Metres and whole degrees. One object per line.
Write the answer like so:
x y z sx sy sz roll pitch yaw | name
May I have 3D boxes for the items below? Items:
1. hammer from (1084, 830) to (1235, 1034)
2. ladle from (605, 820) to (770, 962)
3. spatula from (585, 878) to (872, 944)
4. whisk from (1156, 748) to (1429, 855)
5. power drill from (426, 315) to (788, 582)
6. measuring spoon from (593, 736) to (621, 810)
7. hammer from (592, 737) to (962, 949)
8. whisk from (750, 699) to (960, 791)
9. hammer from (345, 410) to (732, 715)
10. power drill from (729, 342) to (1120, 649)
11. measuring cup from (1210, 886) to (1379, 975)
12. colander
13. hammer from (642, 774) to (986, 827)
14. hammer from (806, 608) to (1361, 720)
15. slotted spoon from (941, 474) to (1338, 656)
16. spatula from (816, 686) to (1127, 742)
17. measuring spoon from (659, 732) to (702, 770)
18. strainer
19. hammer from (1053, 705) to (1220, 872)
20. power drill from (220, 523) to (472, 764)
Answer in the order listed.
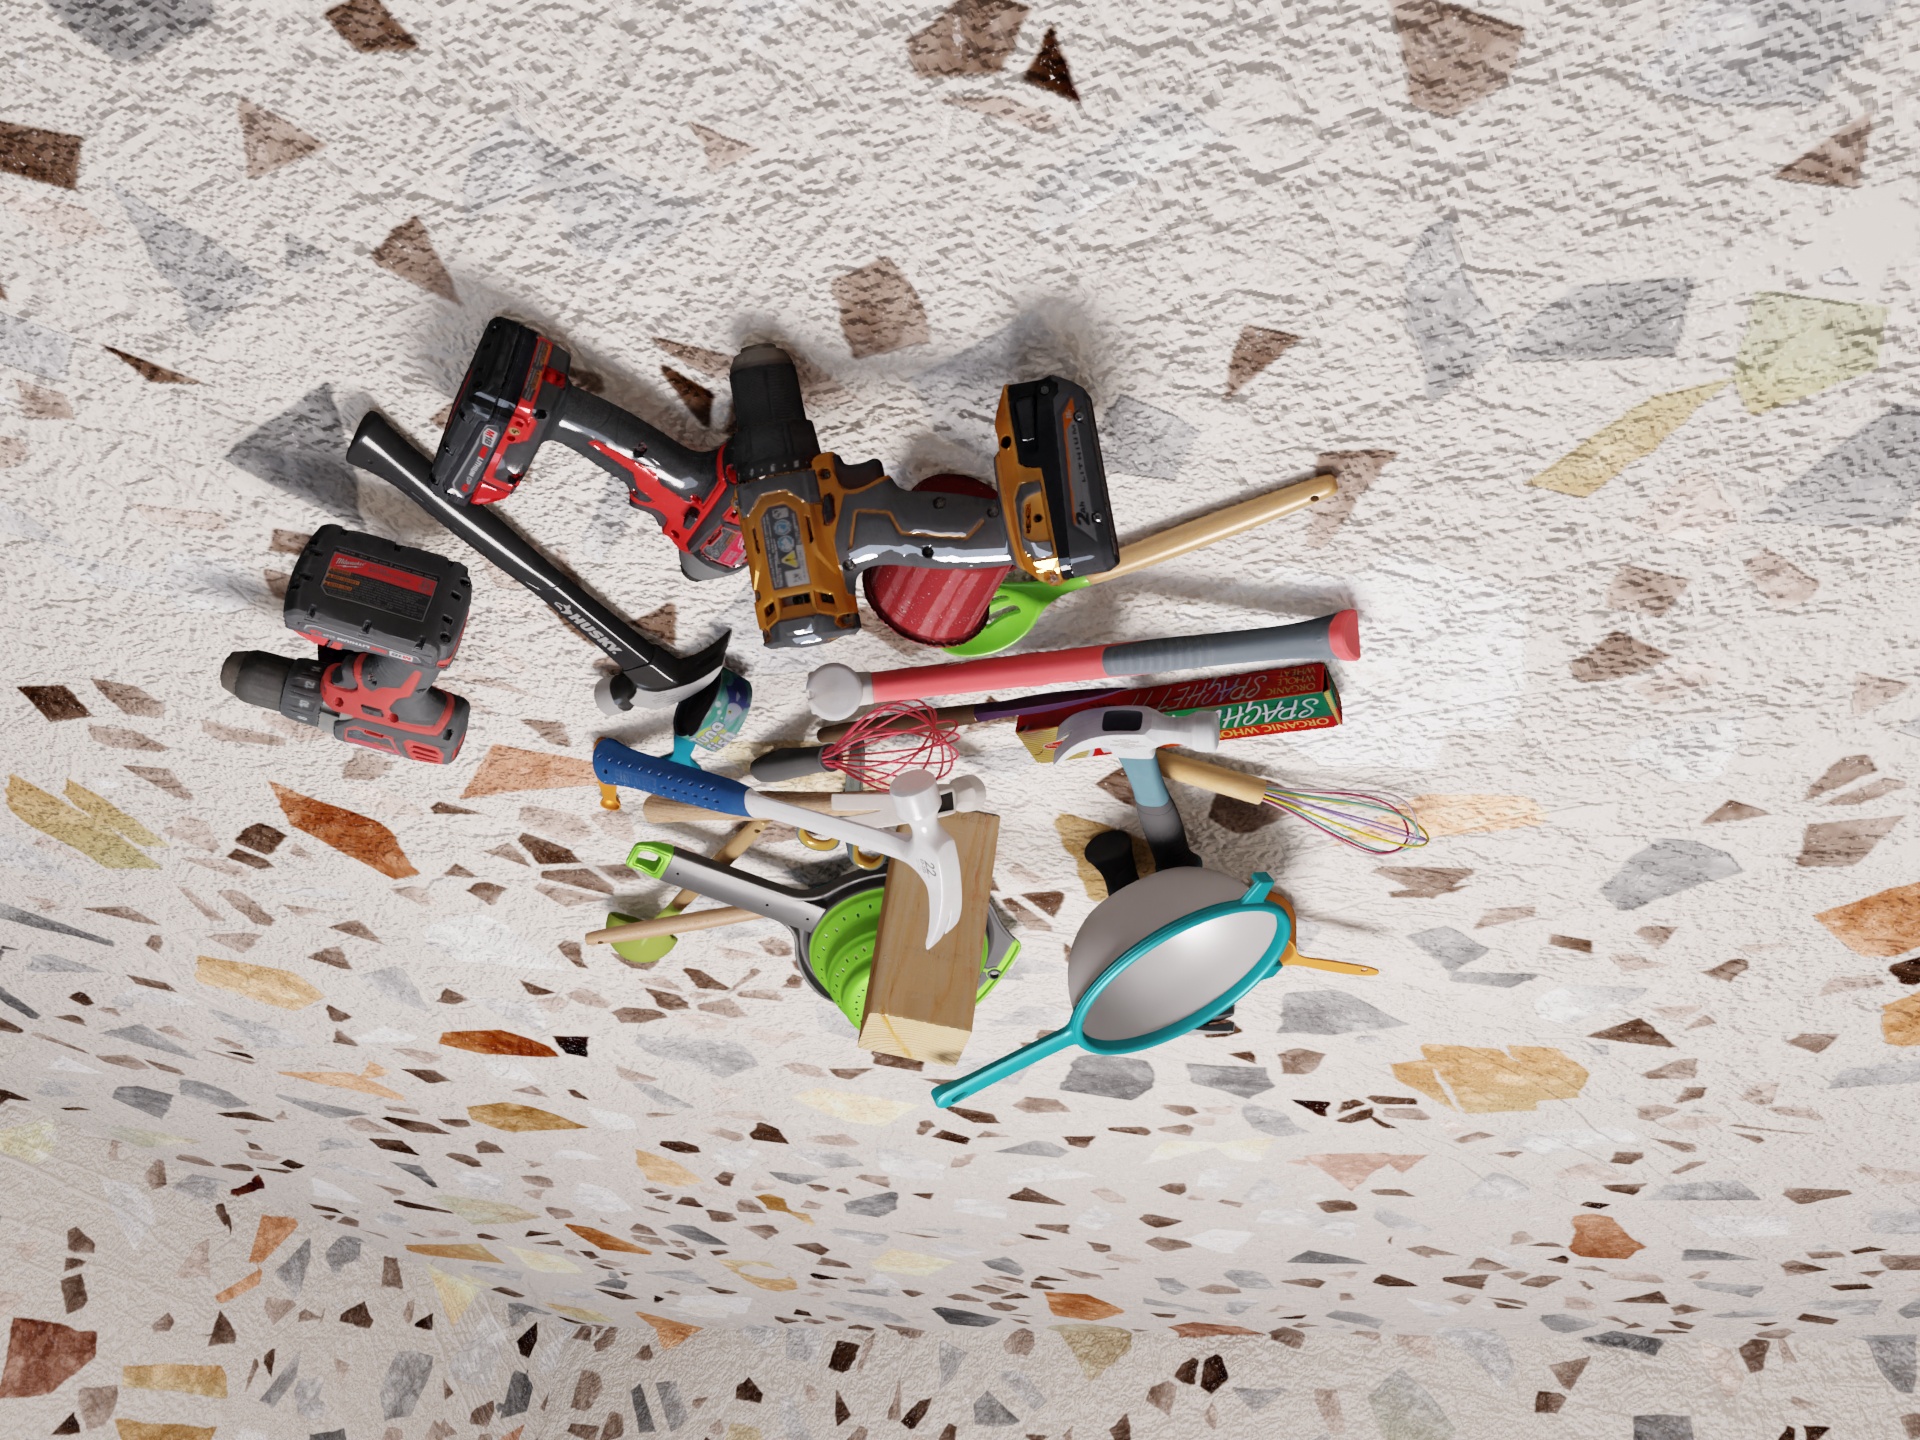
0.181 0.222 1.568 0.149 0.036 0.408 -2 145 14 | hammer
-0.267 0.161 1.583 0.078 0.062 0.320 24 137 -24 | ladle
-0.211 0.197 1.569 0.317 0.044 0.082 -9 140 -4 | spatula
0.267 0.064 1.304 0.245 0.047 0.051 16 148 -3 | whisk
-0.223 -0.162 1.042 0.219 0.079 0.143 20 146 -22 | power drill
-0.319 0.047 1.441 0.021 0.011 0.116 9 144 -2 | measuring spoon
-0.157 0.073 1.267 0.406 0.035 0.144 12 127 41 | hammer
-0.093 0.028 1.267 0.073 0.073 0.296 29 159 -29 | whisk
-0.312 -0.111 1.173 0.146 0.035 0.334 -13 141 31 | hammer
-0.030 -0.151 0.961 0.226 0.185 0.084 -10 -176 10 | power drill
0.310 0.201 1.490 0.173 0.052 0.095 12 147 -8 | measuring cup
-0.130 0.213 1.509 0.396 0.095 0.204 22 122 -19 | colander
-0.148 0.073 1.361 0.331 0.031 0.130 -3 -177 35 | hammer
0.087 -0.040 1.121 0.386 0.038 0.143 -6 -178 -3 | hammer
0.111 -0.108 1.088 0.314 0.031 0.070 -19 140 32 | slotted spoon
-0.002 -0.004 1.228 0.316 0.018 0.059 -8 -176 43 | spatula
-0.242 0.029 1.381 0.042 0.021 0.128 14 148 -8 | measuring spoon
0.116 0.221 1.375 0.340 0.095 0.210 -26 146 -3 | strainer
0.158 0.067 1.287 0.128 0.033 0.330 3 157 16 | hammer
-0.460 -0.051 1.193 0.187 0.080 0.226 16 149 -12 | power drill
